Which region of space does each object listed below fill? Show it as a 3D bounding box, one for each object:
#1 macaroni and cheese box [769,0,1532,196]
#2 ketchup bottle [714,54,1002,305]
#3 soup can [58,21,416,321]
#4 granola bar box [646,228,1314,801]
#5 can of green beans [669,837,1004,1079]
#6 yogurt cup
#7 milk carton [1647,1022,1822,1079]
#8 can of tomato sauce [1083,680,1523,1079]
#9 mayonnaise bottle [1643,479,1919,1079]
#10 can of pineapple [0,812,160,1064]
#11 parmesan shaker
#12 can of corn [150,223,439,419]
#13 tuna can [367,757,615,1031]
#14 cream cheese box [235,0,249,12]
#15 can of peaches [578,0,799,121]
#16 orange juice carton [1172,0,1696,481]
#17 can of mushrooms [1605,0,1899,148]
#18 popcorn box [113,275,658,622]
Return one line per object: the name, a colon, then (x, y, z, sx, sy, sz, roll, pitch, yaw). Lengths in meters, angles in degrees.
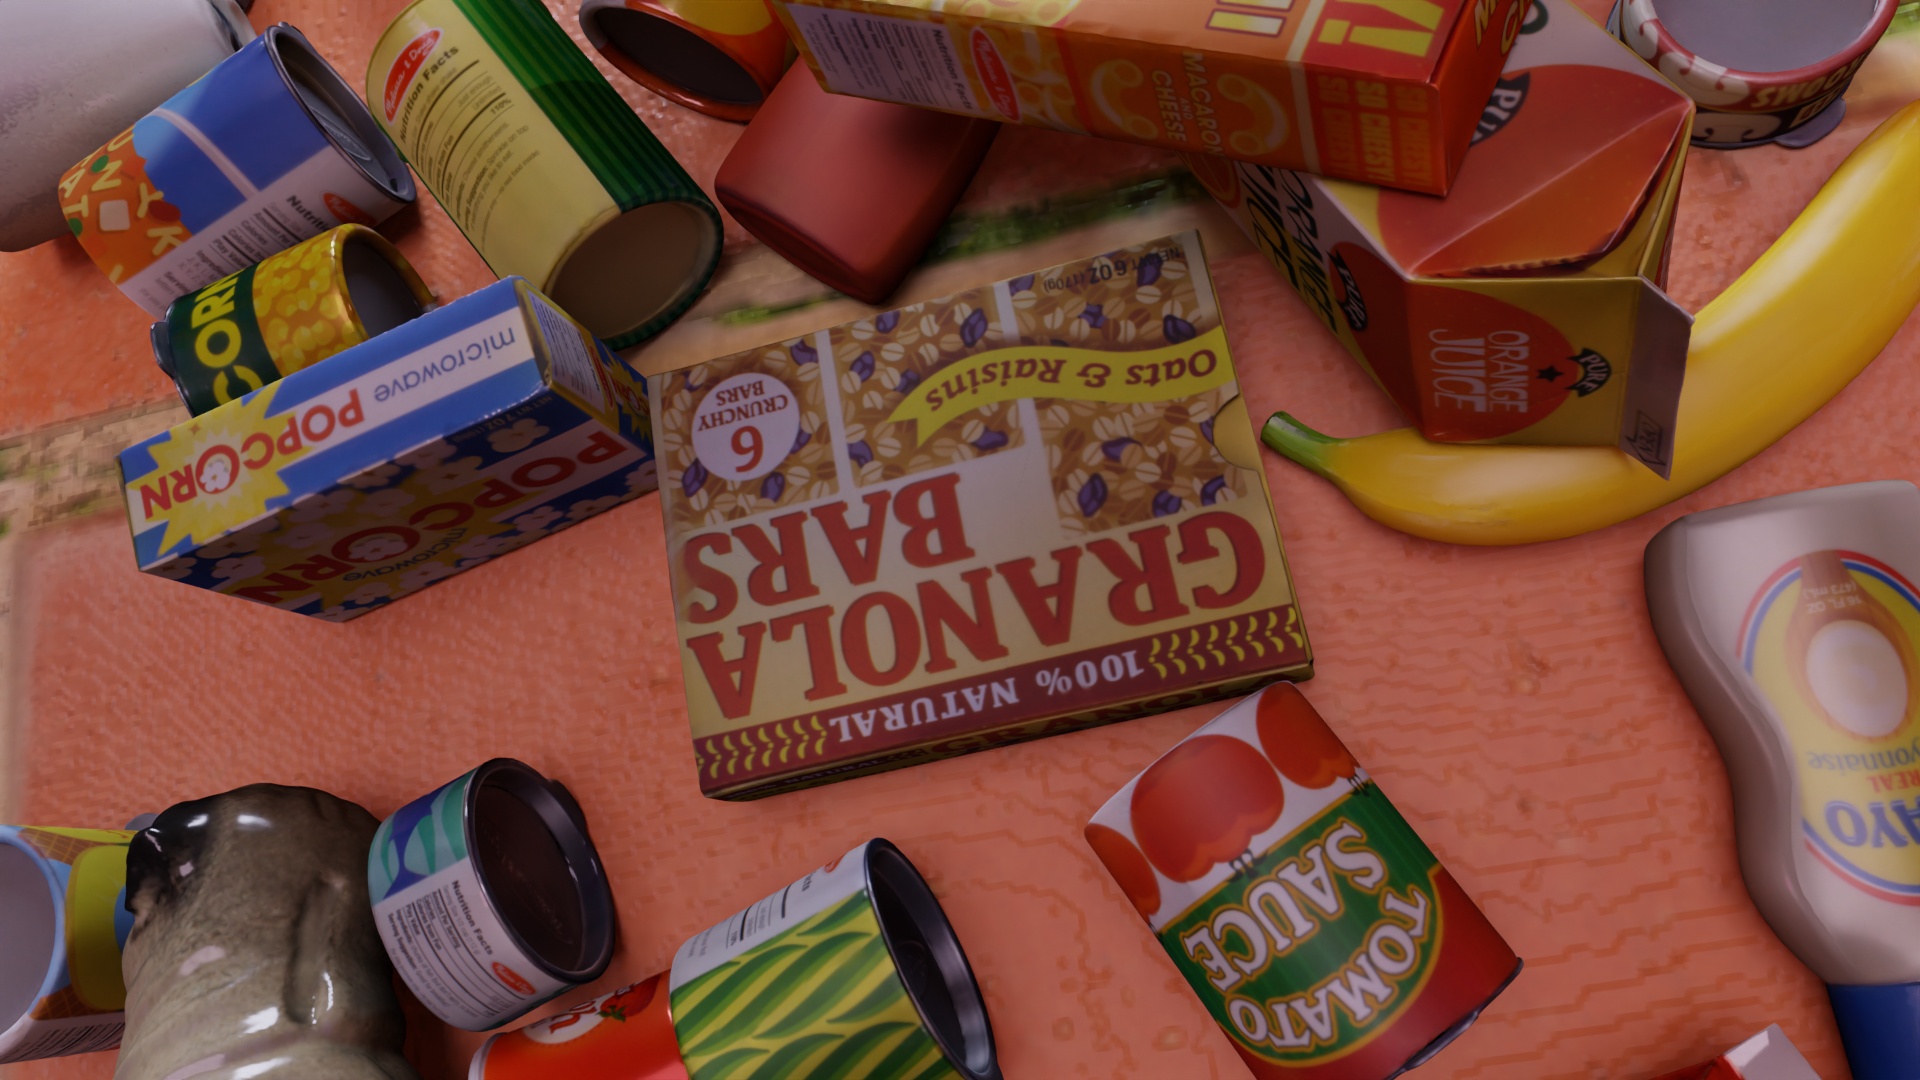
macaroni and cheese box: (0.053, -0.155, 0.332, 0.166, 0.040, 0.124, 19, 72, 28)
ketchup bottle: (-0.009, -0.148, 0.424, 0.065, 0.043, 0.149, 33, 85, 12)
soup can: (-0.236, -0.118, 0.456, 0.084, 0.071, 0.071, -33, 72, 3)
granola bar box: (0.001, -0.005, 0.388, 0.165, 0.039, 0.124, -14, 74, 9)
can of green beans: (-0.031, 0.118, 0.349, 0.058, 0.071, 0.071, -29, 72, 5)
yogurt cup: (-0.085, 0.147, 0.356, 0.054, 0.072, 0.072, -28, 72, -4)
milk carton: (0.117, 0.185, 0.295, 0.190, 0.073, 0.072, -35, 71, 2)
can of tomato sauce: (0.079, 0.085, 0.331, 0.071, 0.071, 0.083, -37, 71, 2)
mayonnaise bottle: (0.210, 0.062, 0.322, 0.065, 0.041, 0.148, -11, 73, 8)
can of pineapple: (-0.266, 0.115, 0.407, 0.071, 0.057, 0.071, -3, 75, 12)
parmesan shaker: (-0.130, -0.113, 0.432, 0.071, 0.071, 0.103, -41, 72, 1)
can of corn: (-0.199, -0.058, 0.430, 0.058, 0.071, 0.071, -23, 72, 6)
tuna can: (-0.126, 0.095, 0.379, 0.033, 0.071, 0.071, -28, 72, 6)
cream cheese box: (-0.278, -0.253, 0.521, 0.053, 0.024, 0.104, 14, 79, 15)
can of peaches: (-0.076, -0.172, 0.435, 0.071, 0.071, 0.058, 18, 81, 16)
orange juice carton: (0.113, -0.098, 0.348, 0.073, 0.071, 0.193, -32, 58, 3)
can of mushrooms: (0.216, -0.143, 0.378, 0.071, 0.033, 0.071, -3, 75, 11)
popcorn box: (-0.157, -0.022, 0.403, 0.126, 0.085, 0.038, -22, 74, 6)
